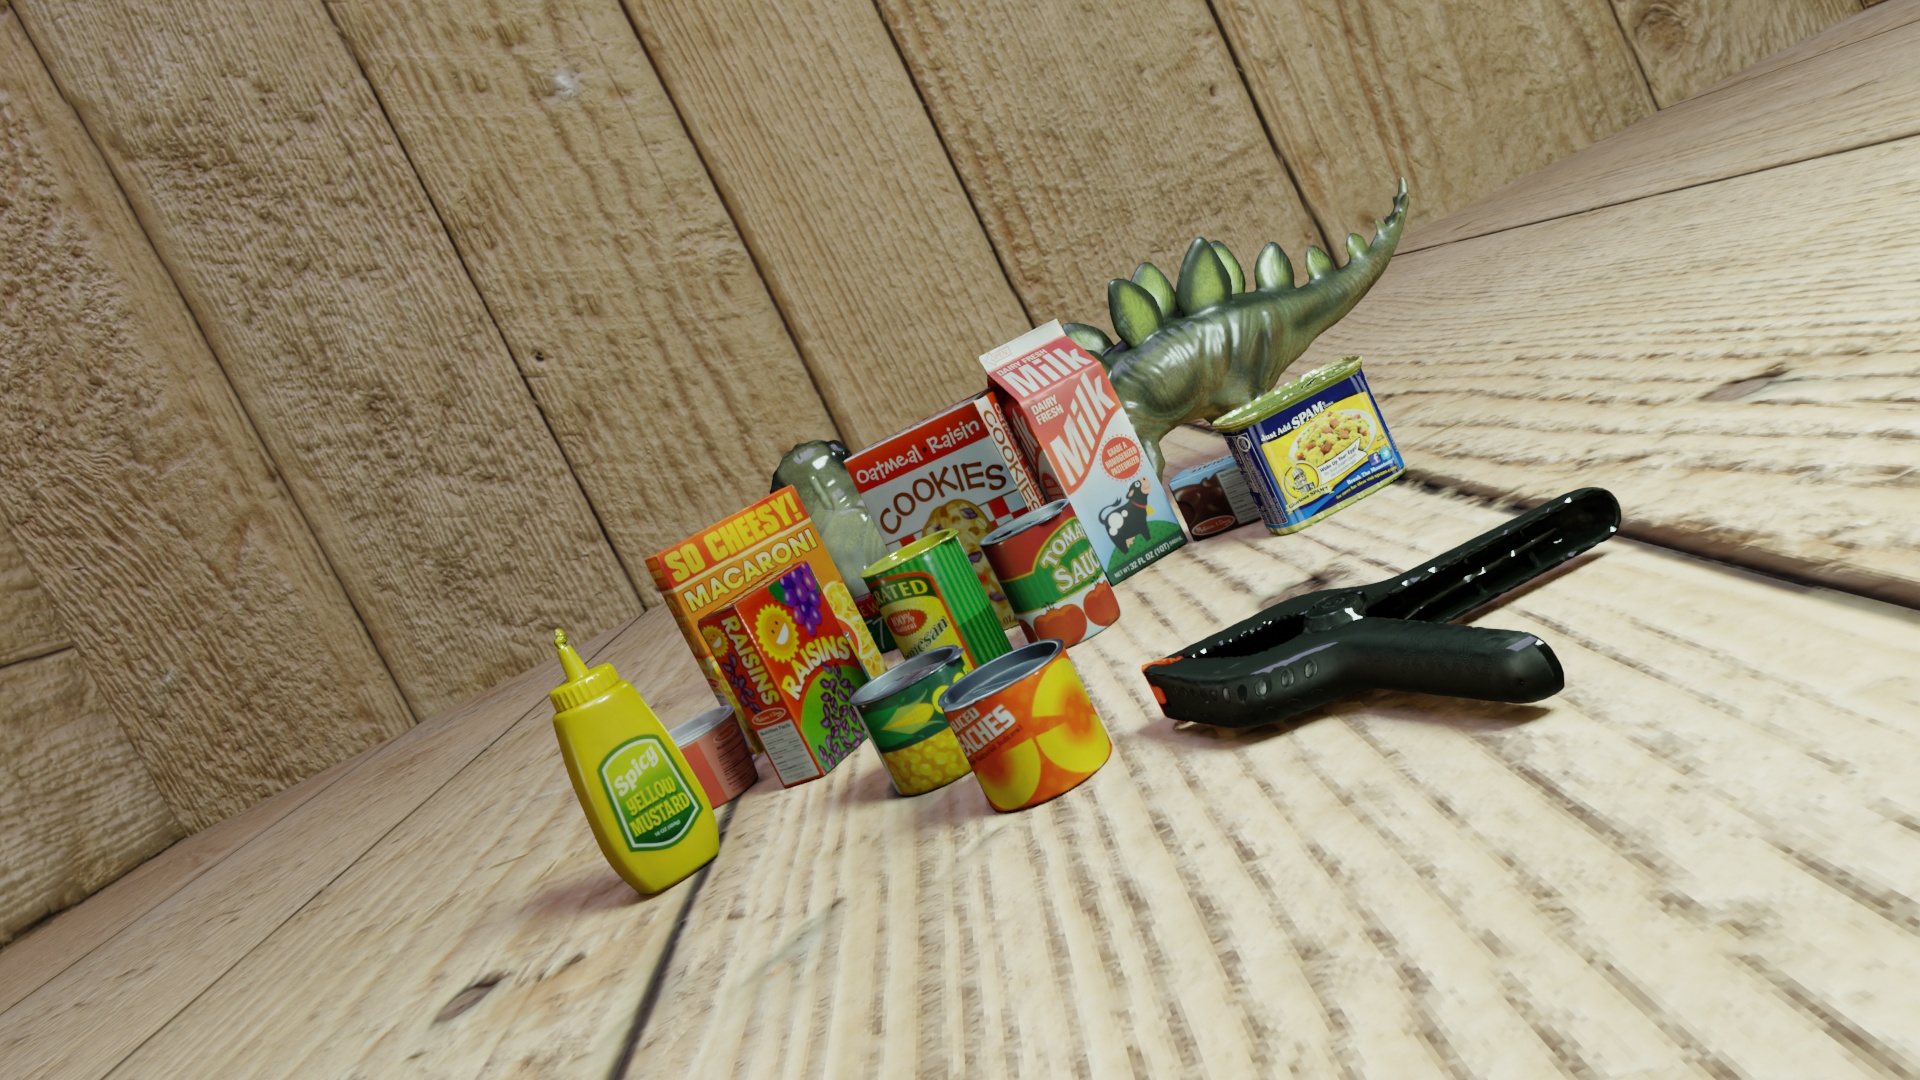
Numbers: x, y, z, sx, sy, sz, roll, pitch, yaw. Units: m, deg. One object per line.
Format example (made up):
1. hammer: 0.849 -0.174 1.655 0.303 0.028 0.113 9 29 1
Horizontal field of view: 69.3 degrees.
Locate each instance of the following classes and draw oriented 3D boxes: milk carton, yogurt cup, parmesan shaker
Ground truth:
1. milk carton: 0.085 -0.065 1.032 0.072 0.190 0.073 -28 7 -16
2. yogurt cup: -0.174 0.151 0.950 0.072 0.054 0.072 -26 7 3
3. parmesan shaker: -0.009 0.052 0.876 0.071 0.103 0.071 -26 7 3

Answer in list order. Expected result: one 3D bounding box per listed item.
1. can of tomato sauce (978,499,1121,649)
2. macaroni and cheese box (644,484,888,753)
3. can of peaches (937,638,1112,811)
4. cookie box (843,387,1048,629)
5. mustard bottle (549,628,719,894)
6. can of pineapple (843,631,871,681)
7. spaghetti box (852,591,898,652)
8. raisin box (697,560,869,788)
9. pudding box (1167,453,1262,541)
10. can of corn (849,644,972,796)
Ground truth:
1. can of tomato sauce: 0.061 0.024 0.910 0.071 0.083 0.071 -26 7 3
2. macaroni and cheese box: -0.147 0.059 1.061 0.124 0.166 0.040 -30 7 -26
3. can of peaches: 0.029 0.088 0.656 0.071 0.058 0.071 -26 7 3
4. cookie box: 0.004 -0.013 1.040 0.122 0.167 0.040 -23 7 28
5. mustard bottle: -0.198 0.124 0.802 0.065 0.160 0.048 -30 7 -30
6. can of pineapple: -0.097 0.106 0.988 0.071 0.058 0.071 -26 7 3
7. spaghetti box: -0.057 0.064 1.177 0.249 0.050 0.029 -21 9 38
8. raisin box: -0.108 0.085 0.906 0.040 0.123 0.086 -22 8 34
9. pudding box: 0.197 -0.037 0.995 0.083 0.049 0.030 -21 8 37
10. can of corn: -0.016 0.097 0.755 0.071 0.058 0.071 -26 7 3
